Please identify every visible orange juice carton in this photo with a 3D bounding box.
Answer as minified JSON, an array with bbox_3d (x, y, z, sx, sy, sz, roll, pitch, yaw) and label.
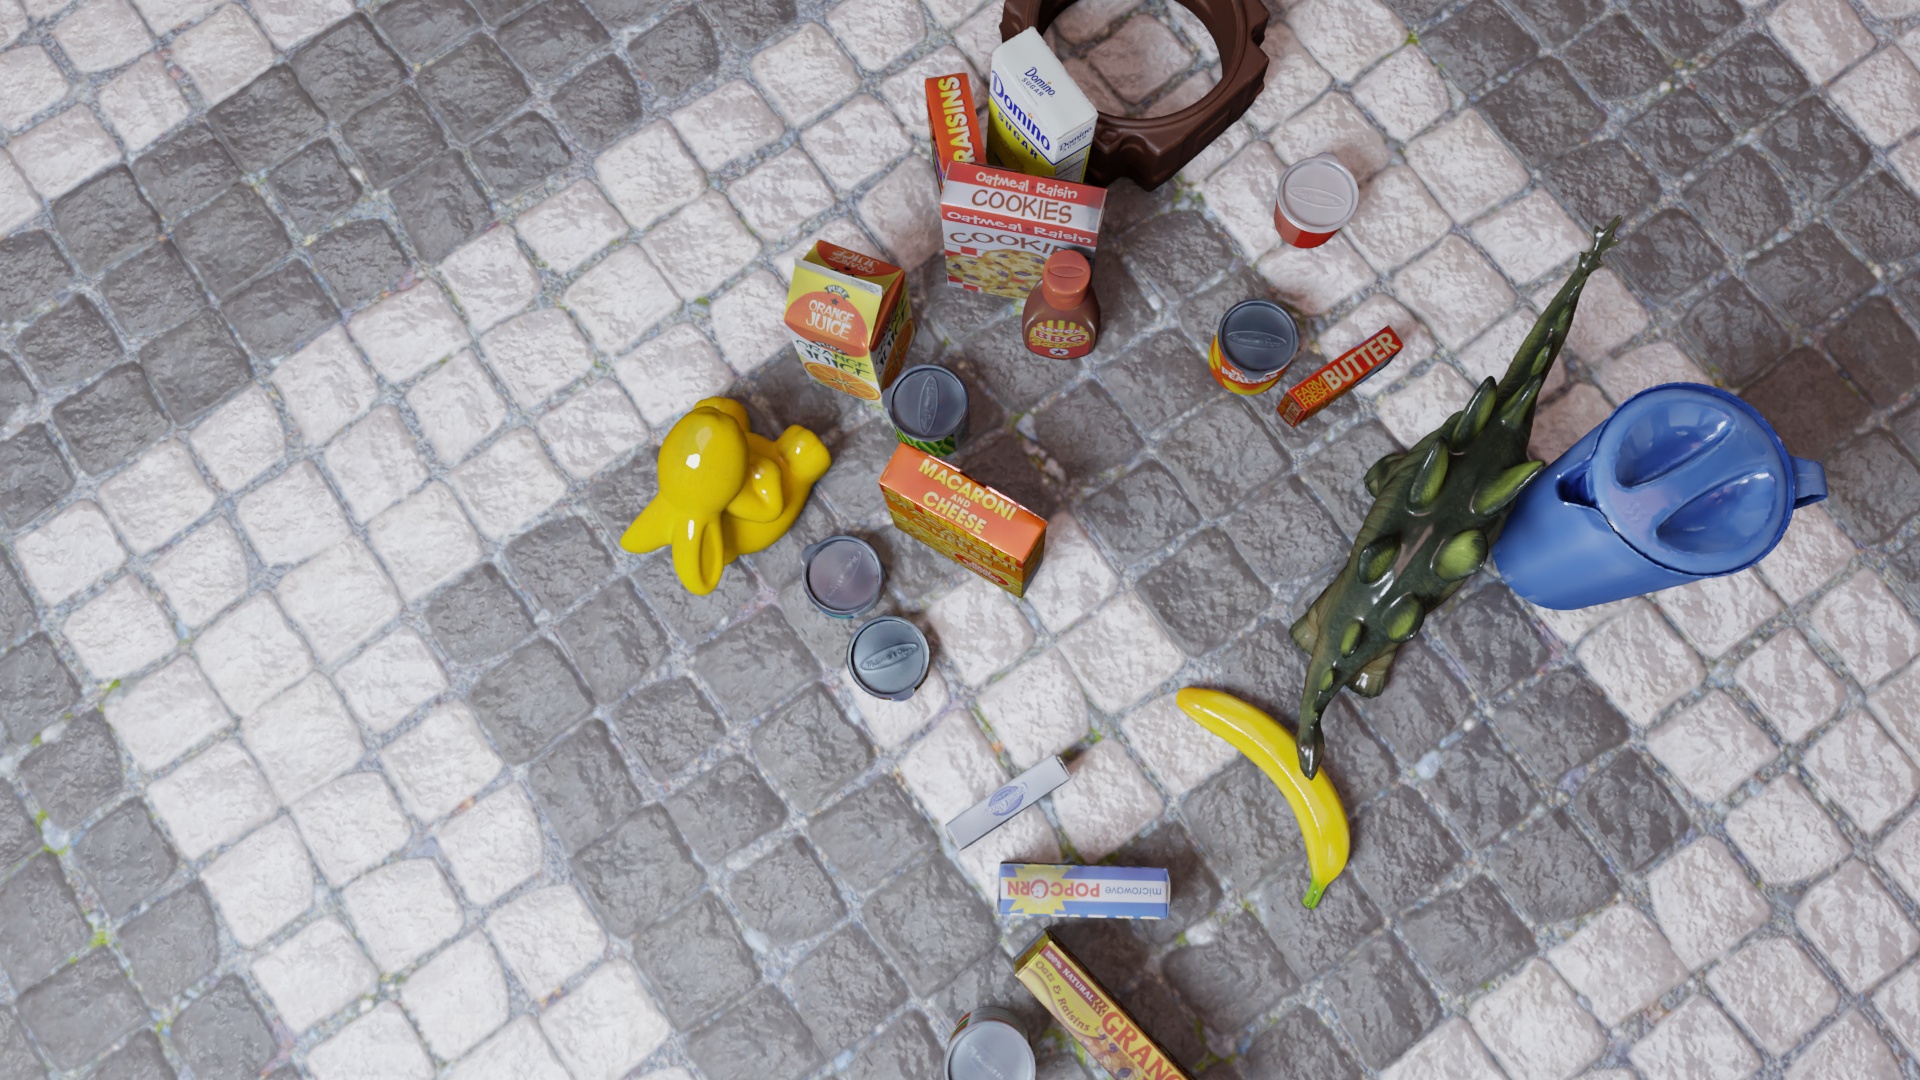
[{"bbox_3d":[-0.086,-0.175,1.096,0.072,0.192,0.073,21,80,6],"label":"orange juice carton"}]

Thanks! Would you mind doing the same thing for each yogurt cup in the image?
[{"bbox_3d":[0.298,-0.283,1.180,0.072,0.054,0.072,0,78,2],"label":"yogurt cup"}]

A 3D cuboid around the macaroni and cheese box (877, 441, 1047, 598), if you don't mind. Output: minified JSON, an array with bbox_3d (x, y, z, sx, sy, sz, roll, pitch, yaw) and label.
[{"bbox_3d":[0.004,-0.013,1.073,0.124,0.166,0.040,29,81,7],"label":"macaroni and cheese box"}]

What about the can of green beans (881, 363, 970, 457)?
[{"bbox_3d":[-0.025,-0.106,1.149,0.071,0.057,0.071,0,78,2],"label":"can of green beans"}]

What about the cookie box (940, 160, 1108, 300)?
[{"bbox_3d":[0.050,-0.243,1.120,0.123,0.167,0.040,11,79,4],"label":"cookie box"}]

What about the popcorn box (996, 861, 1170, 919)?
[{"bbox_3d":[0.091,0.265,1.053,0.127,0.085,0.038,1,79,2],"label":"popcorn box"}]

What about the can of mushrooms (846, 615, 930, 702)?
[{"bbox_3d":[-0.057,0.097,1.119,0.071,0.033,0.071,0,78,1],"label":"can of mushrooms"}]

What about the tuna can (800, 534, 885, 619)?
[{"bbox_3d":[-0.097,0.029,1.134,0.071,0.032,0.071,0,78,1],"label":"tuna can"}]

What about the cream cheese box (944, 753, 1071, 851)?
[{"bbox_3d":[0.037,0.204,1.083,0.104,0.053,0.024,-32,79,-5],"label":"cream cheese box"}]

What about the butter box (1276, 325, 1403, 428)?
[{"bbox_3d":[0.313,-0.134,1.148,0.103,0.053,0.024,-33,80,-5],"label":"butter box"}]

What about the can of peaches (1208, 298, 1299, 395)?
[{"bbox_3d":[0.242,-0.157,1.153,0.071,0.058,0.071,0,78,2],"label":"can of peaches"}]

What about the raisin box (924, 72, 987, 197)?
[{"bbox_3d":[-0.003,-0.320,1.160,0.040,0.123,0.086,-11,78,0],"label":"raisin box"}]

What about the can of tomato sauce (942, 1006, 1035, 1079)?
[{"bbox_3d":[0.021,0.387,1.030,0.071,0.083,0.071,0,78,2],"label":"can of tomato sauce"}]

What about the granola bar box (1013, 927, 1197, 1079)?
[{"bbox_3d":[0.110,0.358,1.013,0.039,0.124,0.166,-45,81,-7],"label":"granola bar box"}]

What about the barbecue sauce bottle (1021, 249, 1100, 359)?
[{"bbox_3d":[0.082,-0.189,1.117,0.065,0.148,0.044,5,79,3],"label":"barbecue sauce bottle"}]
